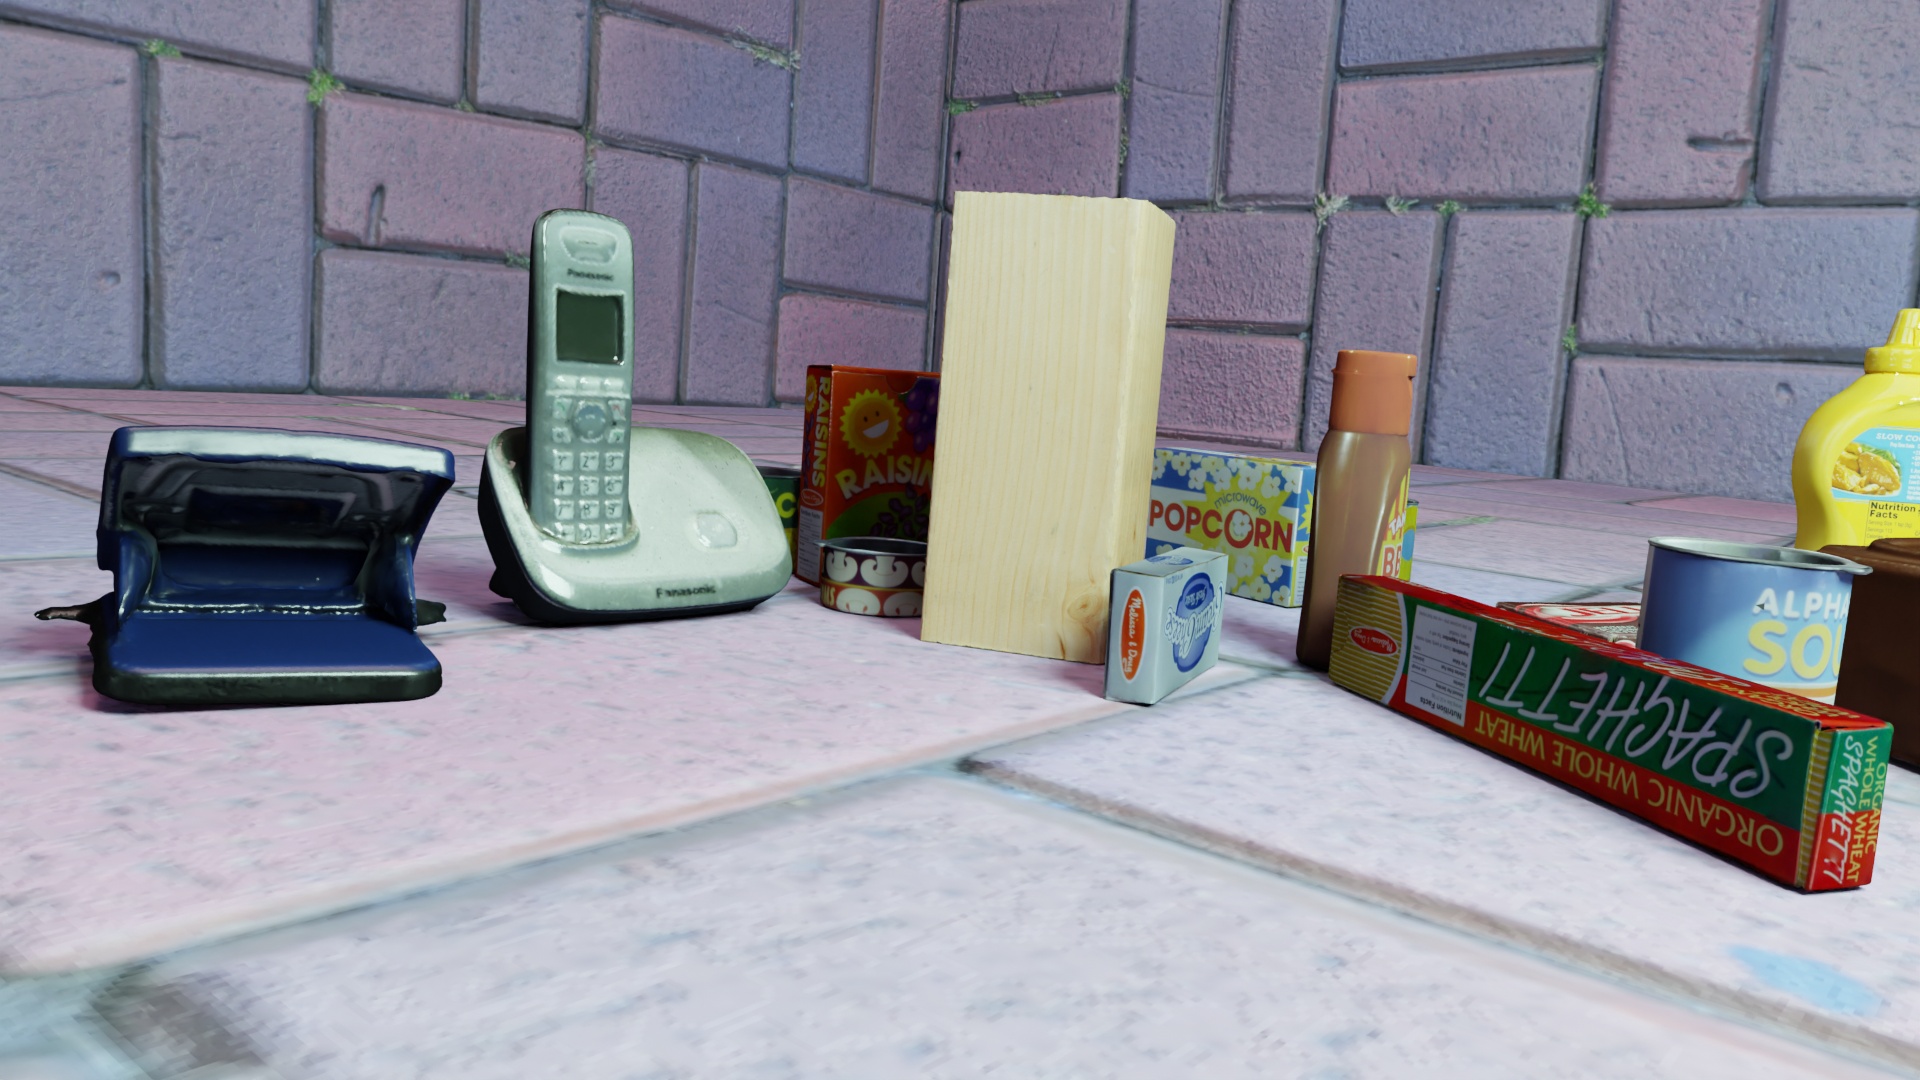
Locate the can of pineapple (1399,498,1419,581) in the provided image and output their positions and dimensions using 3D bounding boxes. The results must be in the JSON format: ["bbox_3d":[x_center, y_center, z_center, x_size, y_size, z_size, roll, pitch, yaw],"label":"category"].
[{"bbox_3d":[0.284,-0.002,0.971,0.071,0.057,0.071,4,7,0],"label":"can of pineapple"}]

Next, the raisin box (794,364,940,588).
[{"bbox_3d":[-0.047,-0.037,0.795,0.086,0.123,0.040,0,8,-30],"label":"raisin box"}]

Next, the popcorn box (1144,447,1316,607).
[{"bbox_3d":[0.173,-0.011,0.867,0.038,0.085,0.127,-1,9,-37],"label":"popcorn box"}]

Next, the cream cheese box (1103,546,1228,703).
[{"bbox_3d":[0.088,0.034,0.593,0.024,0.053,0.104,7,8,24],"label":"cream cheese box"}]

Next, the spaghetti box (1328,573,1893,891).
[{"bbox_3d":[0.212,0.057,0.500,0.029,0.050,0.250,2,8,-17],"label":"spaghetti box"}]

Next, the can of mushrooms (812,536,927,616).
[{"bbox_3d":[-0.042,0.018,0.724,0.071,0.033,0.071,4,7,0],"label":"can of mushrooms"}]

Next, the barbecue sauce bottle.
[{"bbox_3d":[0.188,-0.015,0.656,0.043,0.148,0.065,7,7,25],"label":"barbecue sauce bottle"}]

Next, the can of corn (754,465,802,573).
[{"bbox_3d":[-0.119,-0.013,0.822,0.071,0.058,0.071,4,7,0],"label":"can of corn"}]

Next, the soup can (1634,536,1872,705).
[{"bbox_3d":[0.283,0.045,0.503,0.071,0.083,0.071,4,7,0],"label":"soup can"}]
